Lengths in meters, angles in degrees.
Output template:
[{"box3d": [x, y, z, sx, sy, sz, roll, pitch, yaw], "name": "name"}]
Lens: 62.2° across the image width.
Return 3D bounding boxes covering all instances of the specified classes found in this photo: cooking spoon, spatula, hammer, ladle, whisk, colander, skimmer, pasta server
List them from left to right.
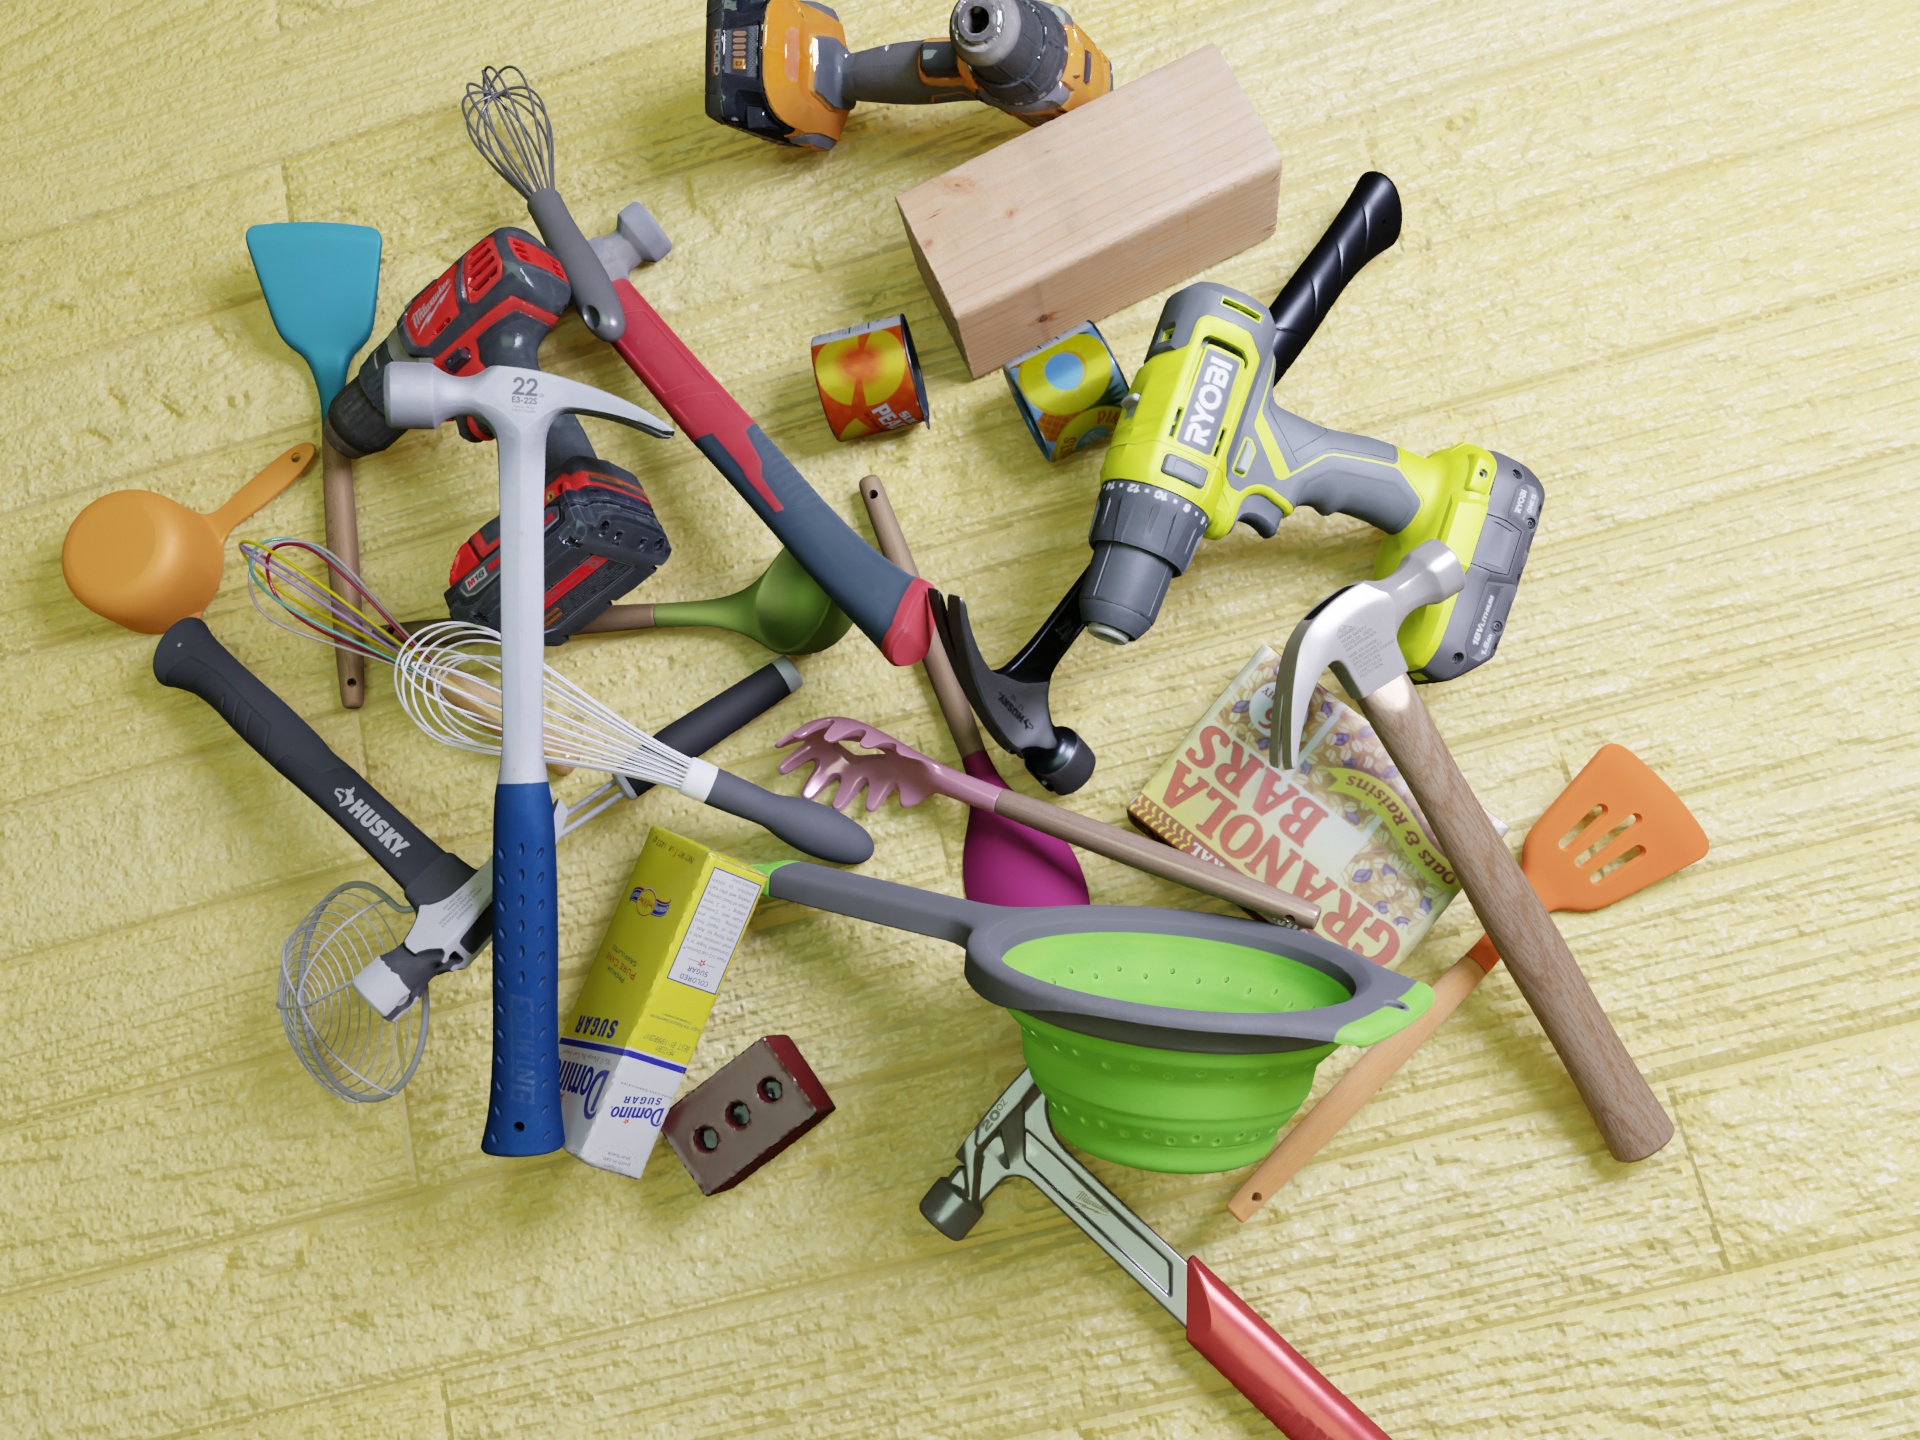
[{"box3d": [-0.372, 0.026, 0.932, 0.335, 0.035, 0.146, 34, 70, 29], "name": "hammer"}, {"box3d": [-0.400, -0.164, 1.014, 0.082, 0.044, 0.318, -5, 77, -19], "name": "spatula"}, {"box3d": [-0.335, -0.039, 0.967, 0.245, 0.051, 0.047, 33, 123, 2], "name": "whisk"}, {"box3d": [-0.221, 0.021, 0.826, 0.144, 0.035, 0.405, 0, 92, -14], "name": "hammer"}, {"box3d": [-0.259, -0.326, 0.999, 0.055, 0.055, 0.239, -29, 67, 1], "name": "whisk"}, {"box3d": [-0.243, 0.083, 0.944, 0.363, 0.090, 0.127, -35, 64, -11], "name": "skimmer"}, {"box3d": [-0.213, -0.067, 0.960, 0.320, 0.062, 0.078, -3, 68, 10], "name": "ladle"}, {"box3d": [-0.177, 0.020, 0.891, 0.284, 0.070, 0.070, 24, 81, -14], "name": "whisk"}, {"box3d": [-0.149, -0.157, 0.938, 0.143, 0.038, 0.387, -40, 62, -1], "name": "hammer"}, {"box3d": [-0.001, -0.003, 0.933, 0.069, 0.017, 0.319, -22, 76, 3], "name": "cooking spoon"}, {"box3d": [0.034, 0.148, 0.821, 0.397, 0.204, 0.094, 9, 98, 34], "name": "colander"}, {"box3d": [0.043, 0.059, 0.879, 0.316, 0.060, 0.040, 19, 49, 19], "name": "pasta server"}, {"box3d": [0.132, -0.158, 0.909, 0.036, 0.149, 0.409, 22, 71, 51], "name": "hammer"}, {"box3d": [0.154, 0.320, 0.829, 0.359, 0.036, 0.149, 40, 86, 15], "name": "hammer"}, {"box3d": [0.258, 0.146, 0.838, 0.322, 0.041, 0.081, -43, 91, -10], "name": "spatula"}, {"box3d": [0.269, 0.081, 0.813, 0.130, 0.031, 0.331, -31, 94, -7], "name": "hammer"}]

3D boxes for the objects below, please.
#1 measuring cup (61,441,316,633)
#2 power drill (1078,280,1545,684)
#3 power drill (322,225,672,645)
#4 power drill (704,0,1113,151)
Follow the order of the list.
[{"box3d": [-0.492, -0.130, 1.015, 0.173, 0.052, 0.095, -38, 75, 1], "name": "measuring cup"}, {"box3d": [0.180, -0.103, 0.852, 0.228, 0.080, 0.190, 21, 83, -14], "name": "power drill"}, {"box3d": [-0.284, -0.155, 0.939, 0.188, 0.080, 0.227, -33, 70, 21], "name": "power drill"}, {"box3d": [-0.037, -0.387, 0.934, 0.226, 0.185, 0.084, 7, 102, 17], "name": "power drill"}]
